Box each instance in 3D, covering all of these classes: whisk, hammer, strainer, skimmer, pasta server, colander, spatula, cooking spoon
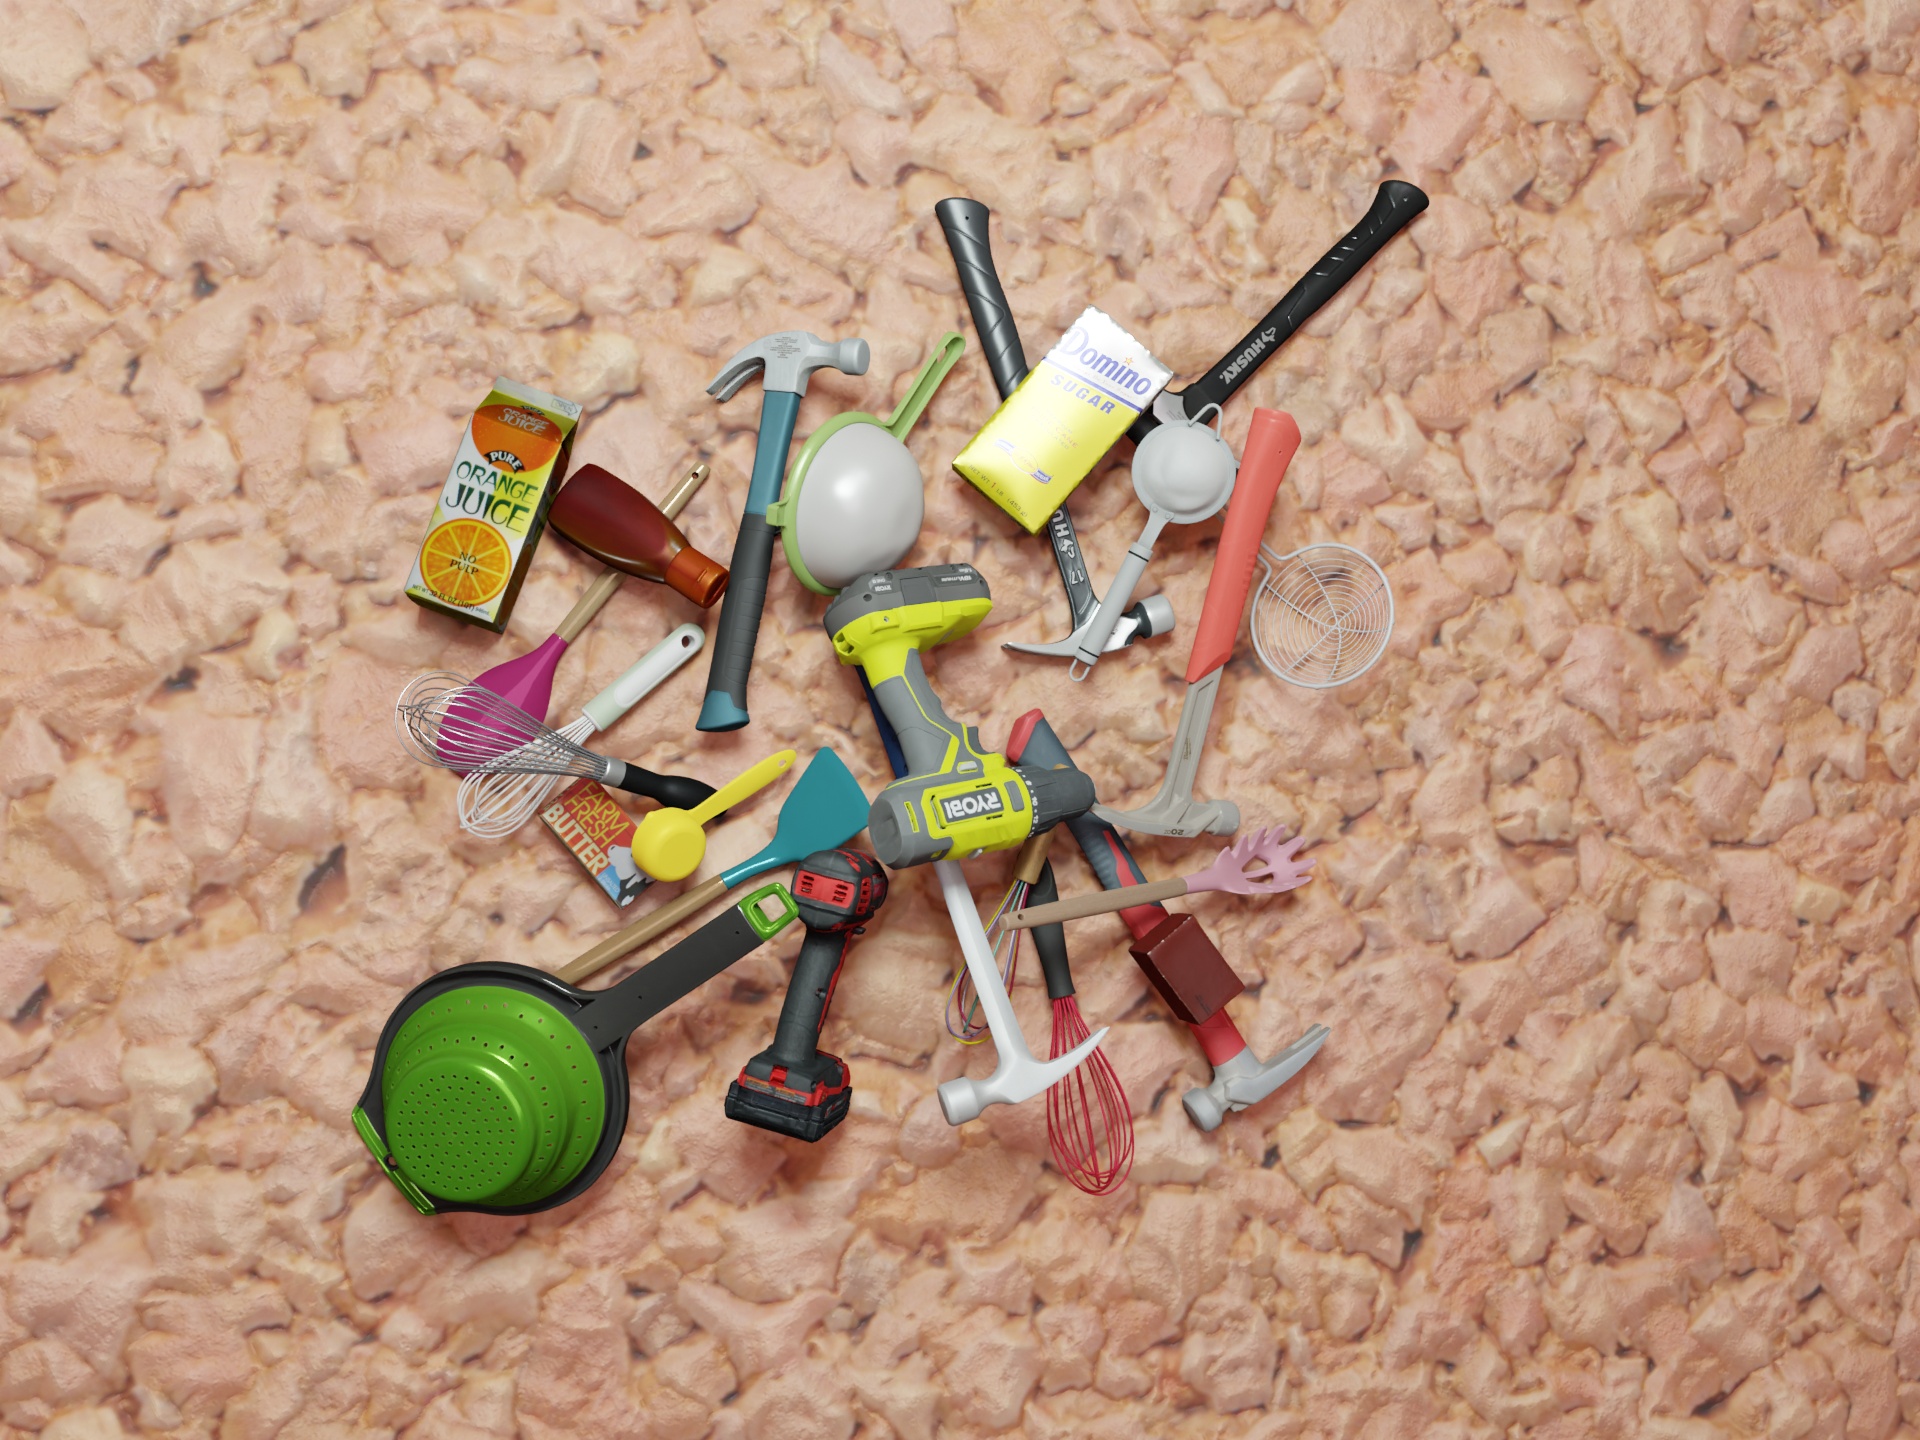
[{"bbox_3d":[0.047,0.153,1.316,0.047,0.051,0.245,21,91,16],"label":"whisk"},{"bbox_3d":[0.205,-0.079,1.309,0.149,0.037,0.359,9,100,-29],"label":"hammer"},{"bbox_3d":[0.155,-0.146,1.318,0.087,0.050,0.258,27,97,0],"label":"strainer"},{"bbox_3d":[0.217,-0.178,1.347,0.363,0.090,0.127,43,109,-11],"label":"skimmer"},{"bbox_3d":[-0.045,-0.209,1.282,0.069,0.151,0.256,20,70,32],"label":"strainer"},{"bbox_3d":[0.167,0.152,1.360,0.143,0.038,0.386,-32,94,-12],"label":"hammer"},{"bbox_3d":[0.166,0.137,1.307,0.316,0.040,0.060,-7,62,-34],"label":"pasta server"},{"bbox_3d":[-0.300,0.005,1.269,0.246,0.059,0.057,-42,110,-15],"label":"whisk"},{"bbox_3d":[-0.291,0.245,1.174,0.397,0.094,0.204,-34,93,8],"label":"colander"},{"bbox_3d":[-0.009,0.106,1.279,0.144,0.035,0.406,-17,77,-14],"label":"hammer"},{"bbox_3d":[-0.217,0.138,1.280,0.317,0.044,0.082,-32,63,-9],"label":"spatula"},{"bbox_3d":[0.054,-0.248,1.357,0.149,0.036,0.409,-18,91,-11],"label":"hammer"},{"bbox_3d":[0.089,0.250,1.333,0.073,0.073,0.296,-11,84,-12],"label":"whisk"},{"bbox_3d":[0.298,-0.359,1.410,0.335,0.035,0.146,-45,96,-10],"label":"hammer"},{"bbox_3d":[-0.306,-0.086,1.284,0.068,0.017,0.319,39,81,-8],"label":"cooking spoon"},{"bbox_3d":[-0.163,-0.151,1.280,0.128,0.033,0.331,9,87,19],"label":"hammer"},{"bbox_3d":[-0.296,0.029,1.217,0.284,0.070,0.070,21,83,-38],"label":"whisk"}]

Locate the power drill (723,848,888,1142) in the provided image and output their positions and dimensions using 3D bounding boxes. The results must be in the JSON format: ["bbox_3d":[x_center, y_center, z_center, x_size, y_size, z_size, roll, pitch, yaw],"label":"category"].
[{"bbox_3d":[-0.110,0.208,1.256,0.078,0.143,0.220,14,89,9],"label":"power drill"}]

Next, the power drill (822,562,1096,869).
[{"bbox_3d":[-0.002,-0.004,1.258,0.190,0.080,0.229,-10,73,-31],"label":"power drill"}]

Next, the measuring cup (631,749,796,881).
[{"bbox_3d":[-0.189,0.073,1.267,0.156,0.029,0.062,-35,130,-19],"label":"measuring cup"}]
